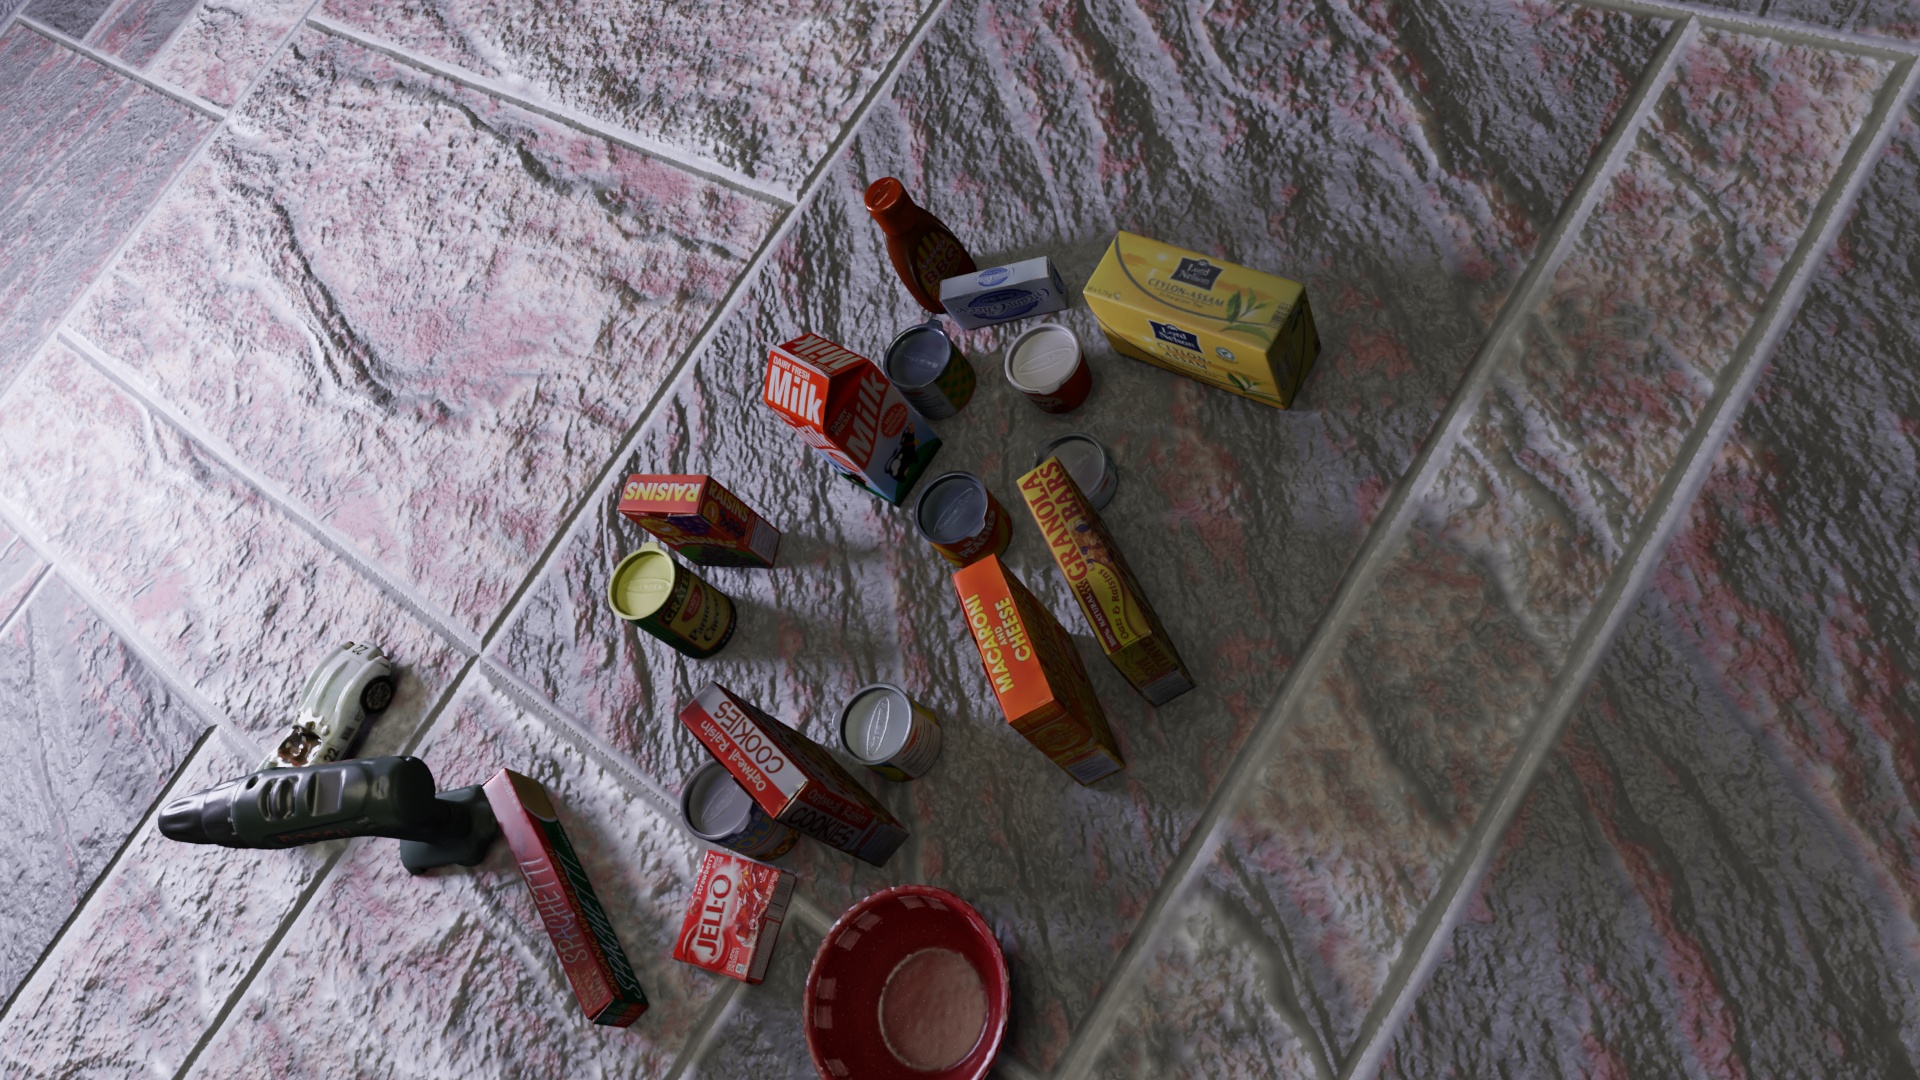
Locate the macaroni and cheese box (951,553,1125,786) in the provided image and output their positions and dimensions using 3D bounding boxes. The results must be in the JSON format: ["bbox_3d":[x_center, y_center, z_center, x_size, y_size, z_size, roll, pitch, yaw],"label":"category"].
[{"bbox_3d":[0.058,0.098,1.006,0.040,0.166,0.124,-28,58,10],"label":"macaroni and cheese box"}]

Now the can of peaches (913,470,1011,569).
[{"bbox_3d":[0.004,-0.014,1.151,0.071,0.058,0.071,-10,62,20],"label":"can of peaches"}]

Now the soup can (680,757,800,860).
[{"bbox_3d":[-0.170,0.216,1.103,0.071,0.083,0.071,-10,62,20],"label":"soup can"}]

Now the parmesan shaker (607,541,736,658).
[{"bbox_3d":[-0.247,0.053,1.206,0.071,0.103,0.071,-10,62,20],"label":"parmesan shaker"}]

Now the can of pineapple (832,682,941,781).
[{"bbox_3d":[-0.057,0.151,1.098,0.071,0.057,0.071,-10,62,20],"label":"can of pineapple"}]

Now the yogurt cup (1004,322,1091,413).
[{"bbox_3d":[0.078,-0.144,1.183,0.072,0.054,0.072,-10,62,20],"label":"yogurt cup"}]

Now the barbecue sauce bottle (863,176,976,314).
[{"bbox_3d":[-0.038,-0.265,1.239,0.044,0.148,0.065,34,83,33],"label":"barbecue sauce bottle"}]

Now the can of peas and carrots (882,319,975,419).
[{"bbox_3d":[-0.026,-0.151,1.231,0.071,0.058,0.071,-10,62,20],"label":"can of peas and carrots"}]

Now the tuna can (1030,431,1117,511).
[{"bbox_3d":[0.092,-0.055,1.145,0.071,0.032,0.071,-10,62,20],"label":"tuna can"}]

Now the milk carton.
[{"bbox_3d":[-0.096,-0.108,1.163,0.072,0.190,0.073,28,80,32],"label":"milk carton"}]

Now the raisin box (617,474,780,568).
[{"bbox_3d":[-0.227,-0.016,1.219,0.086,0.123,0.040,3,68,26],"label":"raisin box"}]

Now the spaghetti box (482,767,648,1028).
[{"bbox_3d":[-0.332,0.294,1.159,0.028,0.050,0.251,-41,56,2],"label":"spaghetti box"}]

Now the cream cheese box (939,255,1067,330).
[{"bbox_3d":[0.039,-0.220,1.238,0.104,0.053,0.024,-9,63,21],"label":"cream cheese box"}]

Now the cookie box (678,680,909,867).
[{"bbox_3d":[-0.124,0.179,1.049,0.123,0.167,0.040,37,85,33],"label":"cookie box"}]

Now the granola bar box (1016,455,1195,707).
[{"bbox_3d":[0.108,0.033,1.040,0.039,0.124,0.166,-31,57,9],"label":"granola bar box"}]
